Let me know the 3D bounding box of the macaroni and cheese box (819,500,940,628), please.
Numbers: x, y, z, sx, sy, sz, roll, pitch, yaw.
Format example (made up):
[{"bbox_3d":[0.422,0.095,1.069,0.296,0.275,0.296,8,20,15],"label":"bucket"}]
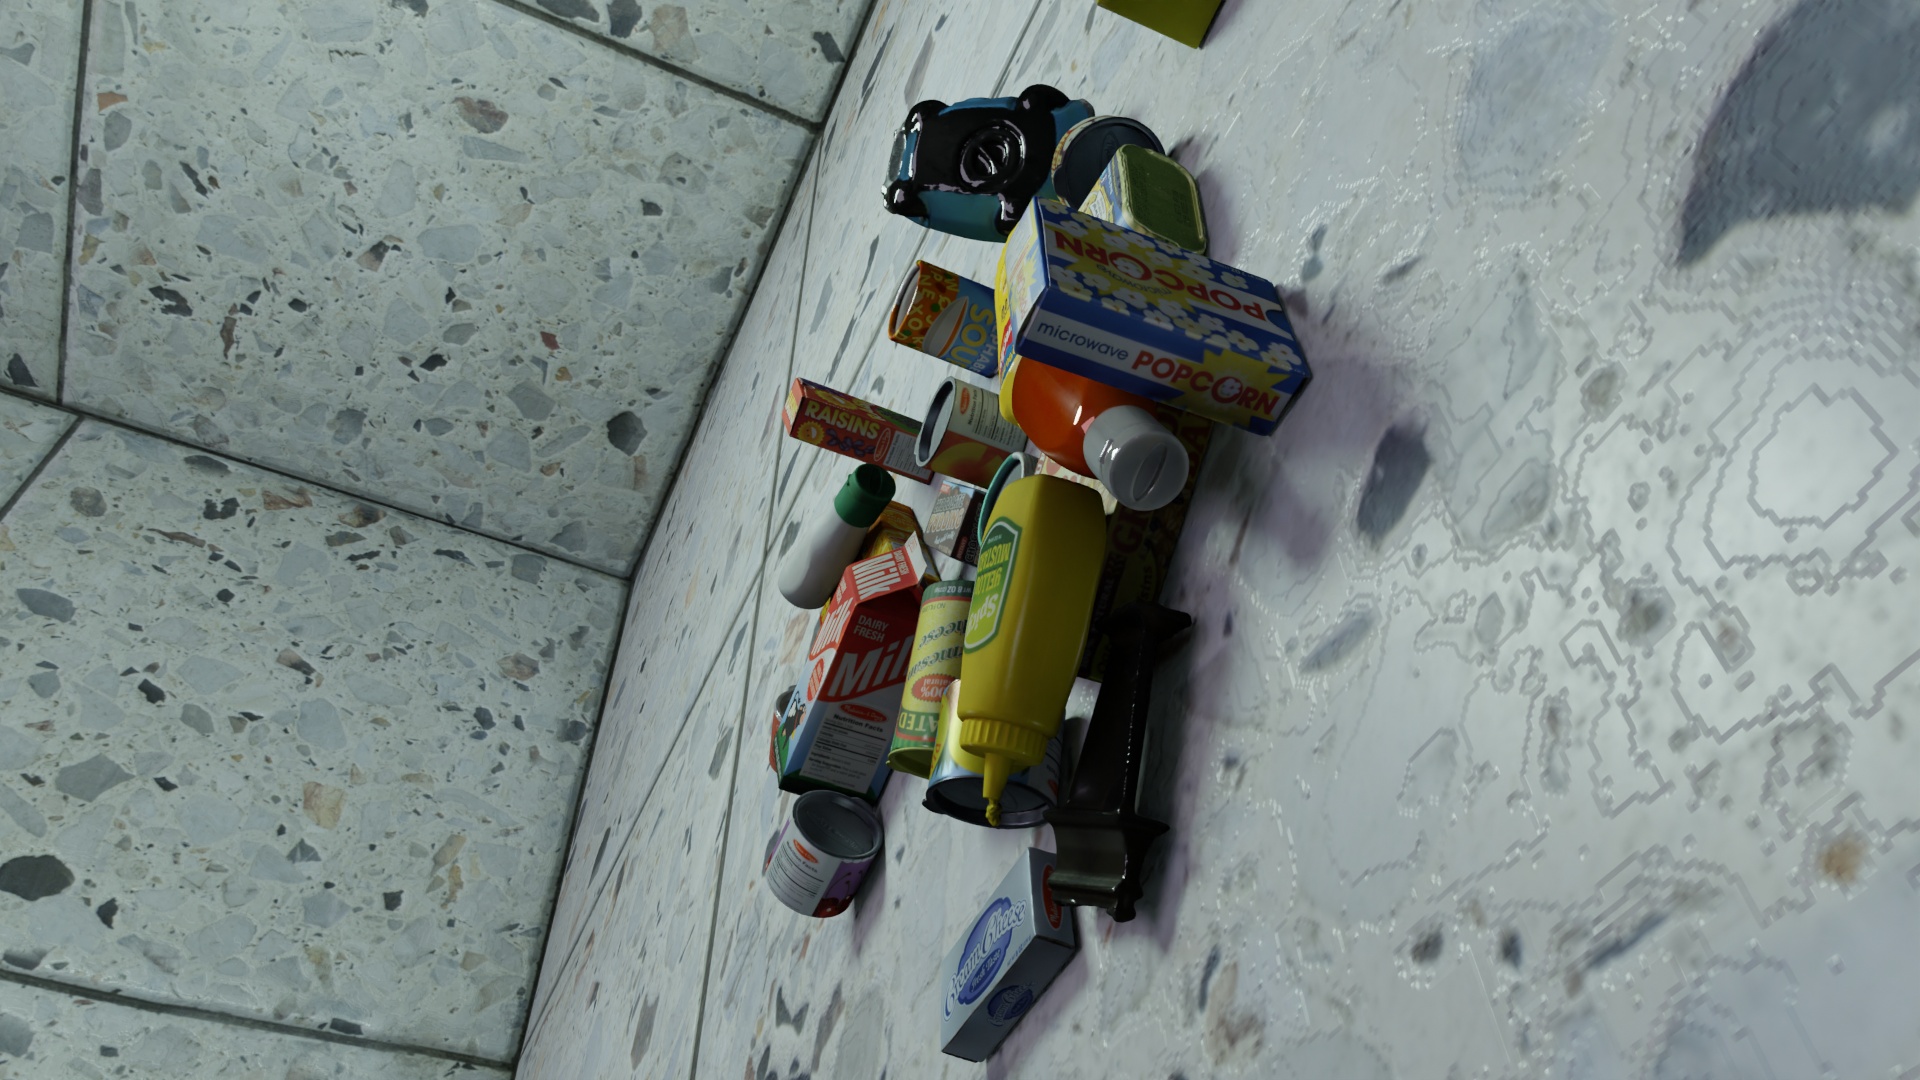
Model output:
[{"bbox_3d":[-0.068,0.047,1.101,0.167,0.040,0.123,-116,48,-67],"label":"macaroni and cheese box"}]

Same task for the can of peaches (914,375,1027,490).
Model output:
[{"bbox_3d":[0.008,-0.072,0.959,0.071,0.058,0.071,-161,89,-74],"label":"can of peaches"}]

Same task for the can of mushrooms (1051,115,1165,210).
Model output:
[{"bbox_3d":[0.088,-0.225,0.847,0.033,0.071,0.071,-114,45,-69],"label":"can of mushrooms"}]

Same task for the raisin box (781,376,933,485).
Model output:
[{"bbox_3d":[-0.083,-0.092,1.154,0.086,0.123,0.040,-122,52,-70],"label":"raisin box"}]

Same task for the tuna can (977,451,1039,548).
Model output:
[{"bbox_3d":[0.037,-0.017,0.846,0.071,0.033,0.071,-159,89,-73],"label":"tuna can"}]

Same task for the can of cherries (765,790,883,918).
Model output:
[{"bbox_3d":[-0.092,0.215,0.956,0.072,0.071,0.058,-102,34,-60],"label":"can of cherries"}]

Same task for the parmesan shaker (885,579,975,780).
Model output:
[{"bbox_3d":[-0.002,0.081,0.795,0.071,0.071,0.103,139,146,-60],"label":"parmesan shaker"}]

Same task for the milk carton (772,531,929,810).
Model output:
[{"bbox_3d":[-0.065,0.089,0.986,0.072,0.073,0.190,-116,48,-67],"label":"milk carton"}]

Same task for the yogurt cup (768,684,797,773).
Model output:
[{"bbox_3d":[-0.121,0.158,1.110,0.073,0.072,0.053,-106,30,-63],"label":"yogurt cup"}]

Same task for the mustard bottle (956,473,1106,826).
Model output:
[{"bbox_3d":[0.028,0.051,0.640,0.065,0.049,0.161,149,135,-64],"label":"mustard bottle"}]

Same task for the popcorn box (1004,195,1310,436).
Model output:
[{"bbox_3d":[0.085,-0.101,0.623,0.085,0.127,0.038,-92,24,-51],"label":"popcorn box"}]

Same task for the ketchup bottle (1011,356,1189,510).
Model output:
[{"bbox_3d":[0.064,-0.058,0.650,0.064,0.043,0.149,-66,20,17],"label":"ketchup bottle"}]

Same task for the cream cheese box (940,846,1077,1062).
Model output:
[{"bbox_3d":[0.022,0.201,0.672,0.054,0.024,0.103,-91,26,-53],"label":"cream cheese box"}]

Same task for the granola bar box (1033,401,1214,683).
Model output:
[{"bbox_3d":[0.072,-0.014,0.721,0.165,0.039,0.124,-72,18,-2],"label":"granola bar box"}]

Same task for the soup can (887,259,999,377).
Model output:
[{"bbox_3d":[-0.005,-0.167,1.059,0.071,0.084,0.071,-160,89,-73],"label":"soup can"}]

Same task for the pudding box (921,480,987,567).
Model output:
[{"bbox_3d":[0.003,-0.012,0.954,0.084,0.030,0.049,-154,84,-73],"label":"pudding box"}]

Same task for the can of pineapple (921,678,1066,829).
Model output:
[{"bbox_3d":[0.017,0.108,0.709,0.070,0.071,0.058,132,153,-53],"label":"can of pineapple"}]

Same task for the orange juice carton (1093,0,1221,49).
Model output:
[{"bbox_3d":[0.122,-0.393,0.920,0.193,0.073,0.071,-98,31,-58],"label":"orange juice carton"}]

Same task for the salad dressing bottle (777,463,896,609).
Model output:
[{"bbox_3d":[-0.098,-0.003,1.104,0.147,0.044,0.064,-52,23,42],"label":"salad dressing bottle"}]
